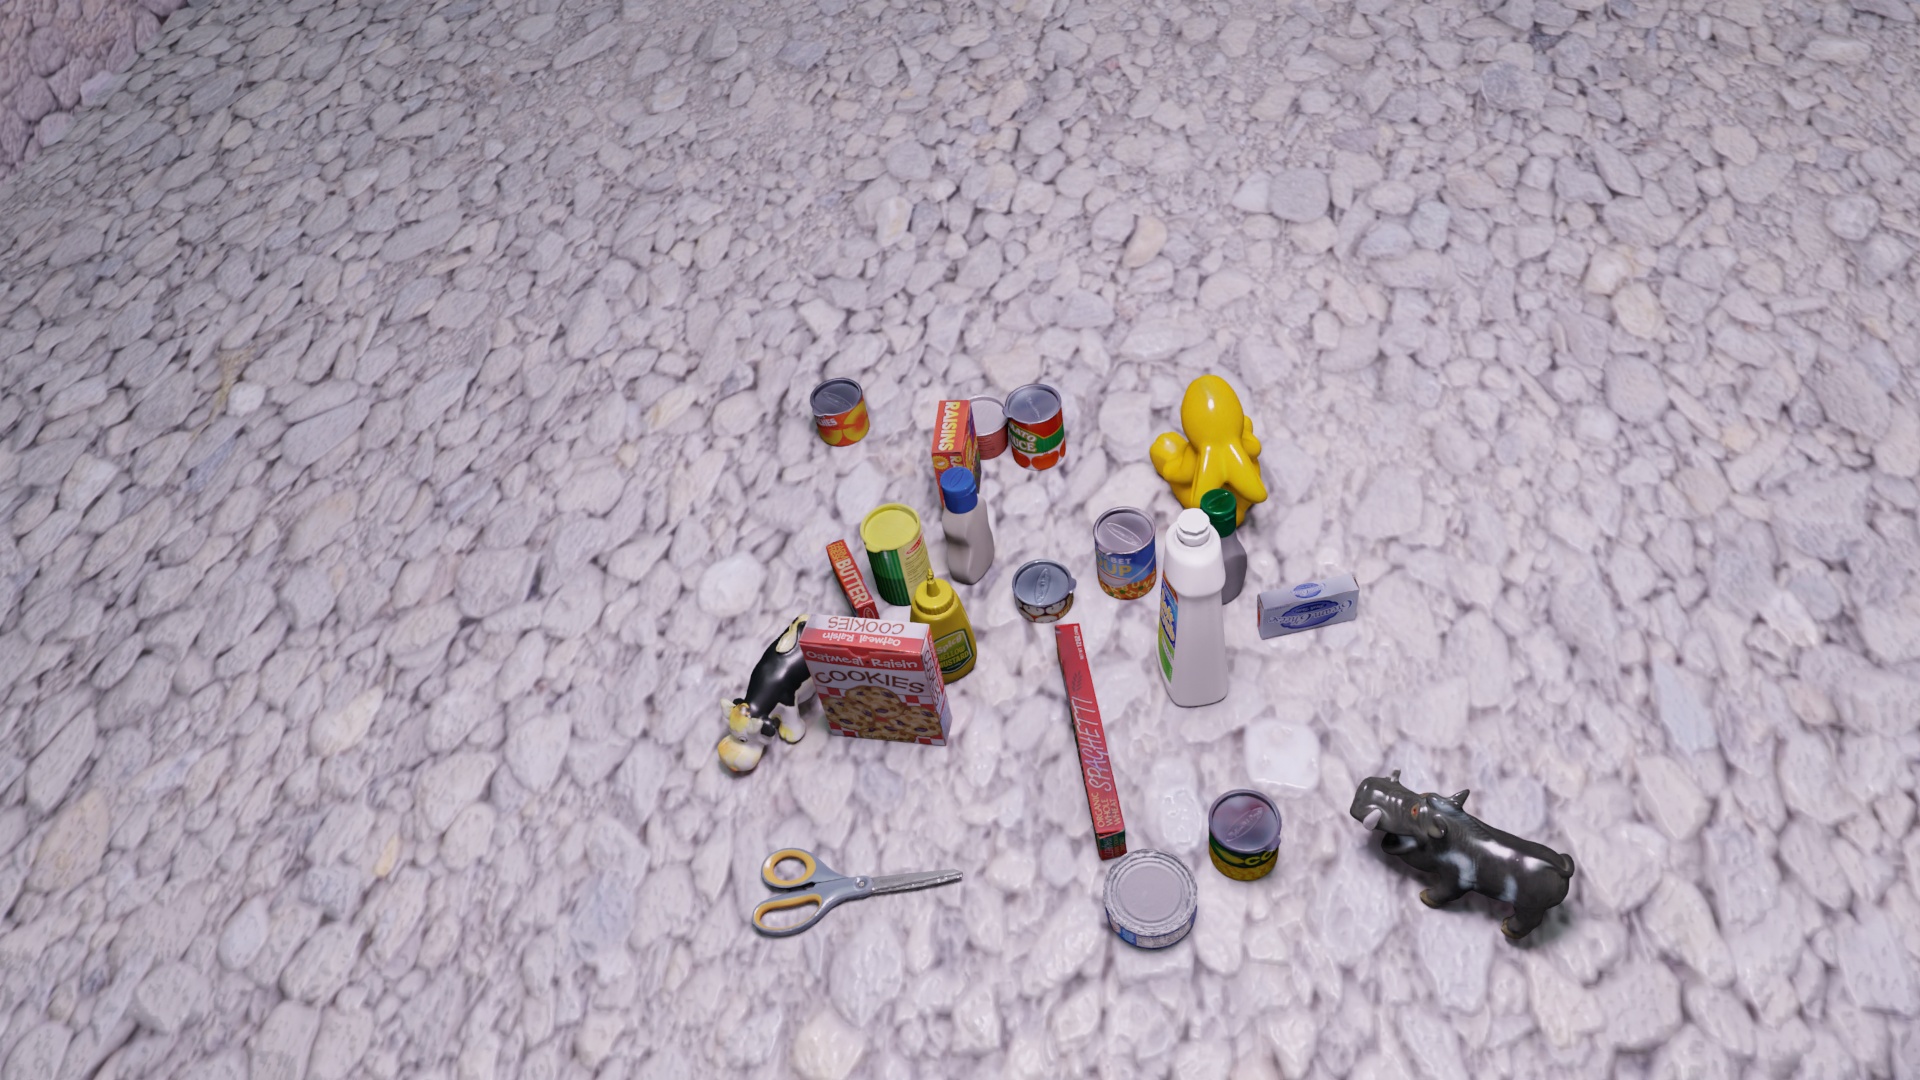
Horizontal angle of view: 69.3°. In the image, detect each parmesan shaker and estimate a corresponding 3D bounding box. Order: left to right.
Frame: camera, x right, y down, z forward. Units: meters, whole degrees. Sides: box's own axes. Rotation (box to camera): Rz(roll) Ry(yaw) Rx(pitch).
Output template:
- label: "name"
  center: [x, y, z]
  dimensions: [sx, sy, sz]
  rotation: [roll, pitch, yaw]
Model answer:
- label: "parmesan shaker"
  center: [-0.071, 0.019, 1.531]
  dimensions: [0.071, 0.102, 0.072]
  rotation: [-5, 49, 6]

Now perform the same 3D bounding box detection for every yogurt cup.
- label: "yogurt cup"
  center: [0.028, -0.135, 1.678]
  dimensions: [0.072, 0.053, 0.073]
  rotation: [-5, 49, 6]

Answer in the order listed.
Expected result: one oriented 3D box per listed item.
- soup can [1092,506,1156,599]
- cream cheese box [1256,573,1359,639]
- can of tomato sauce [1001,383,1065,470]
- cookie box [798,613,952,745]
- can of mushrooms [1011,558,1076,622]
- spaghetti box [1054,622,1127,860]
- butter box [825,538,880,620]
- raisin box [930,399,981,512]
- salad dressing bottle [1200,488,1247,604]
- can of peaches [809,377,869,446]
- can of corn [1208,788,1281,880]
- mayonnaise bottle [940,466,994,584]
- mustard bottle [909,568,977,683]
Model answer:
- label: "soup can"
  center: [0.177, 0.016, 1.505]
  dimensions: [0.071, 0.083, 0.072]
  rotation: [-5, 49, 6]
- label: "cream cheese box"
  center: [0.361, 0.069, 1.449]
  dimensions: [0.104, 0.053, 0.024]
  rotation: [-12, 49, -1]
- label: "can of tomato sauce"
  center: [0.088, -0.133, 1.647]
  dimensions: [0.071, 0.082, 0.071]
  rotation: [-5, 49, 6]
- label: "cookie box"
  center: [-0.082, 0.141, 1.386]
  dimensions: [0.123, 0.166, 0.040]
  rotation: [4, 51, 13]
- label: "can of mushrooms"
  center: [0.093, 0.055, 1.518]
  dimensions: [0.071, 0.033, 0.071]
  rotation: [-5, 49, 6]
- label: "spaghetti box"
  center: [0.128, 0.195, 1.382]
  dimensions: [0.029, 0.050, 0.251]
  rotation: [-10, 49, 1]
- label: "butter box"
  center: [-0.119, 0.052, 1.544]
  dimensions: [0.024, 0.052, 0.104]
  rotation: [-22, 50, -9]
- label: "raisin box"
  center: [-0.003, -0.090, 1.599]
  dimensions: [0.040, 0.122, 0.086]
  rotation: [0, 50, 10]
- label: "salad dressing bottle"
  center: [0.270, 0.007, 1.455]
  dimensions: [0.064, 0.147, 0.044]
  rotation: [-28, 51, -14]
- label: "can of peaches"
  center: [-0.151, -0.158, 1.725]
  dimensions: [0.071, 0.057, 0.071]
  rotation: [-5, 49, 6]
- label: "can of corn"
  center: [0.264, 0.275, 1.286]
  dimensions: [0.071, 0.058, 0.071]
  rotation: [-5, 49, 6]
- label: "mayonnaise bottle"
  center: [0.005, -0.019, 1.521]
  dimensions: [0.041, 0.147, 0.065]
  rotation: [17, 55, 23]
- label: "mustard bottle"
  center: [-0.022, 0.085, 1.429]
  dimensions: [0.065, 0.159, 0.049]
  rotation: [-24, 50, -11]
